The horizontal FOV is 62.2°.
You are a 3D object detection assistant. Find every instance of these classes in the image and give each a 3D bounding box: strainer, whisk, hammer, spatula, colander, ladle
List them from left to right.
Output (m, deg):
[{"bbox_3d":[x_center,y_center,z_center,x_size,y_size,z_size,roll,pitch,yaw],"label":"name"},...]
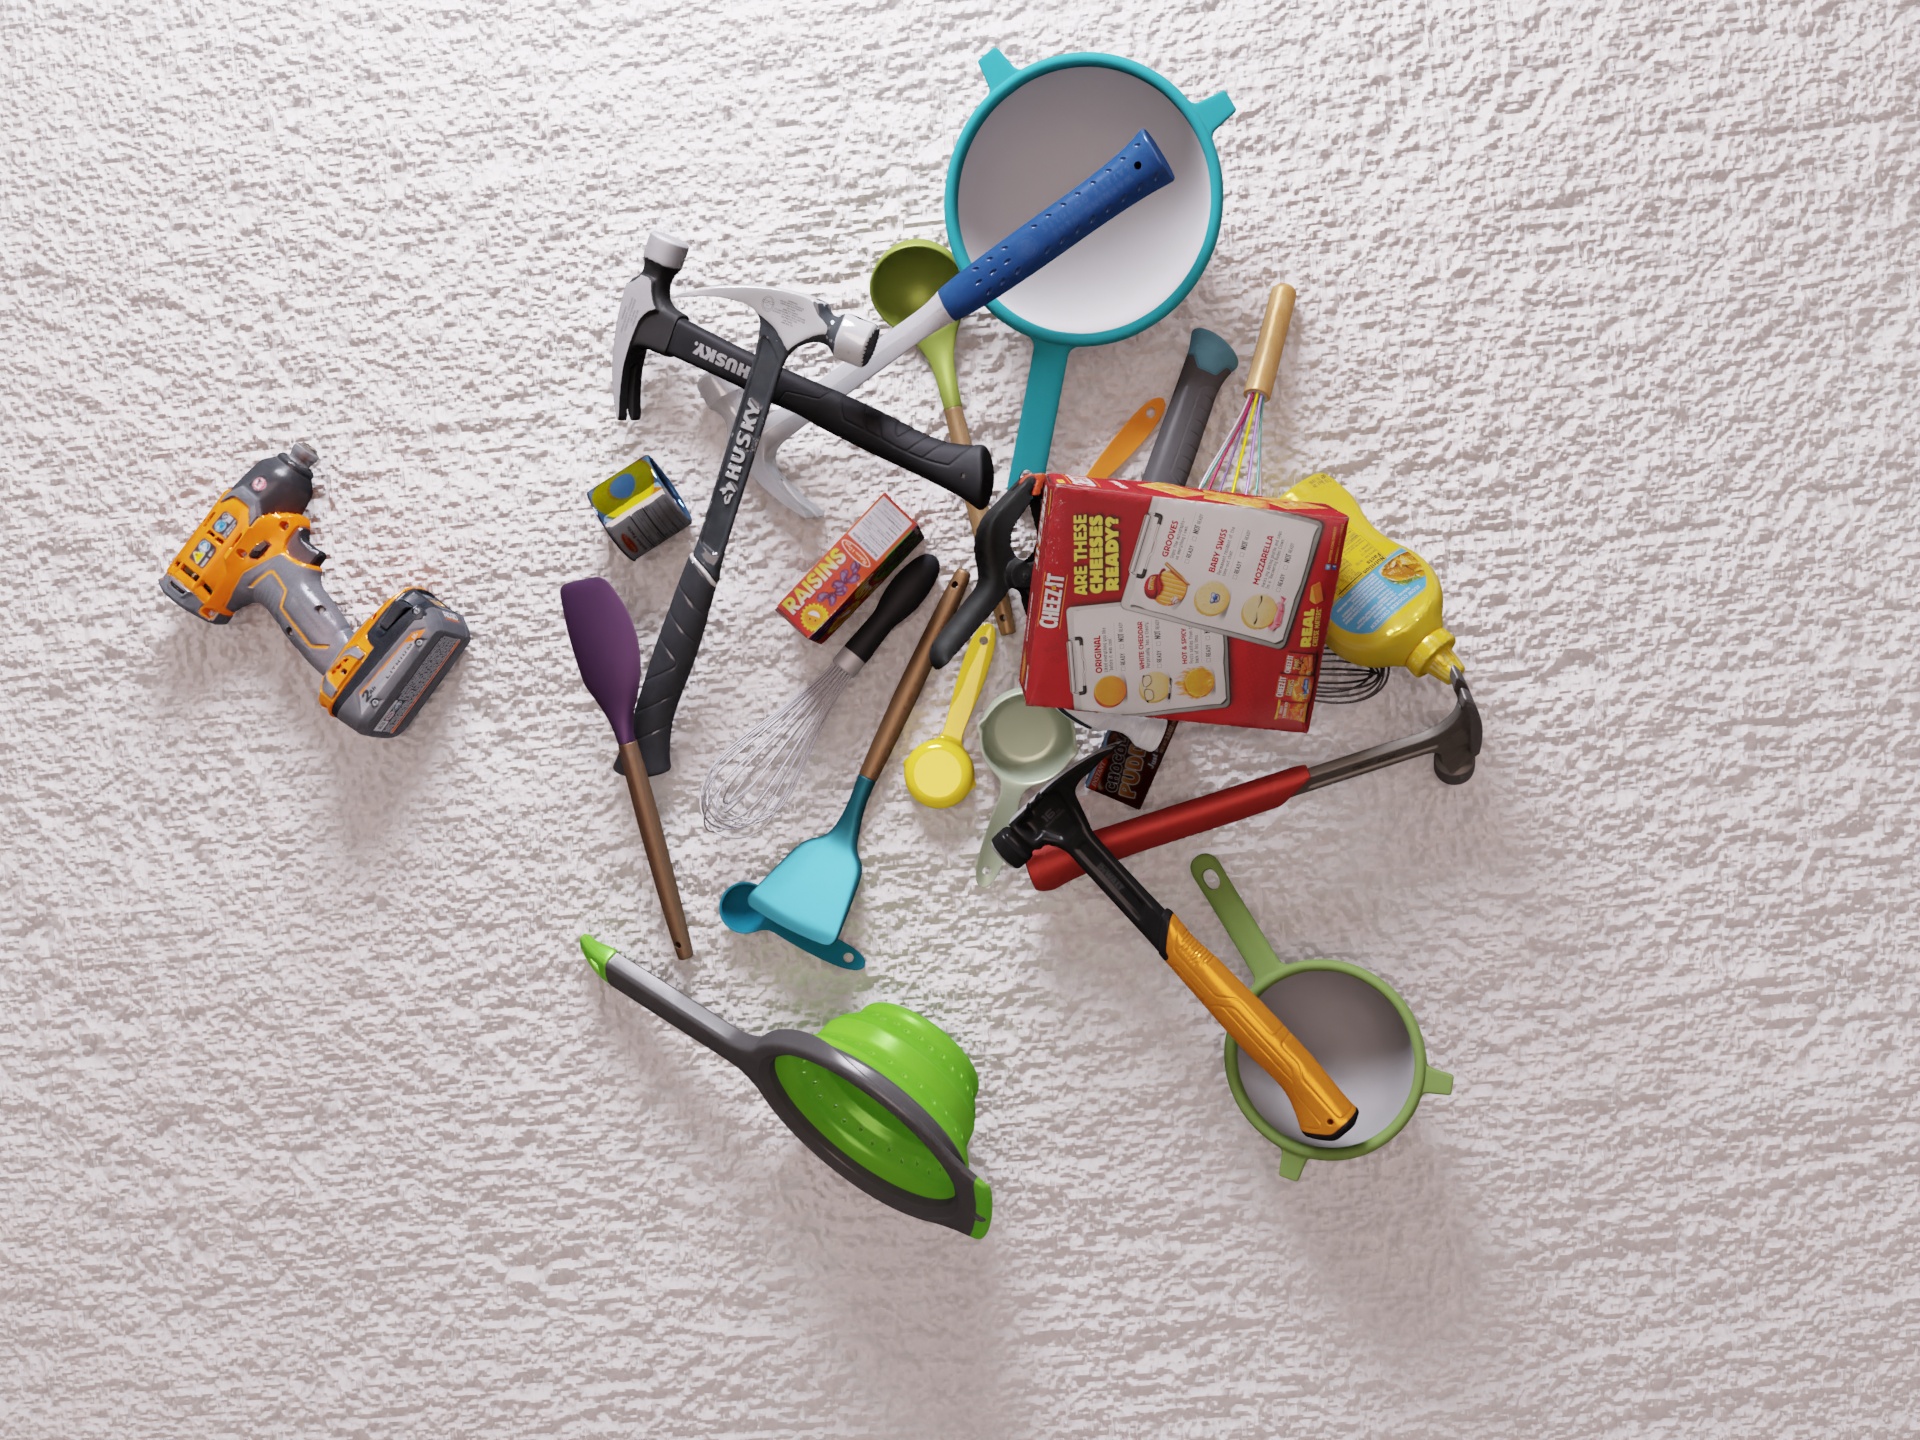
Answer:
[{"bbox_3d":[-0.255,0.041,1.260,0.060,0.018,0.316,-8,102,20],"label":"spatula"},{"bbox_3d":[-0.197,-0.137,1.227,0.149,0.036,0.408,23,108,4],"label":"hammer"},{"bbox_3d":[-0.123,-0.244,1.227,0.335,0.035,0.146,28,108,12],"label":"hammer"},{"bbox_3d":[-0.122,0.248,1.245,0.397,0.204,0.094,28,56,18],"label":"colander"},{"bbox_3d":[-0.110,-0.021,1.271,0.070,0.070,0.284,39,86,3],"label":"whisk"},{"bbox_3d":[-0.065,0.022,1.270,0.082,0.044,0.317,24,89,18],"label":"spatula"},{"bbox_3d":[-0.016,-0.305,1.214,0.405,0.035,0.144,-30,90,23],"label":"hammer"},{"bbox_3d":[-0.003,-0.223,1.265,0.078,0.062,0.320,-13,91,17],"label":"ladle"},{"bbox_3d":[0.087,-0.342,1.254,0.211,0.095,0.340,14,111,7],"label":"strainer"},{"bbox_3d":[0.147,-0.151,1.241,0.128,0.033,0.331,21,81,-5],"label":"hammer"},{"bbox_3d":[0.177,0.173,1.190,0.127,0.034,0.337,-44,83,19],"label":"hammer"},{"bbox_3d":[0.216,-0.041,1.254,0.239,0.055,0.055,0,89,8],"label":"whisk"},{"bbox_3d":[0.220,0.057,1.221,0.359,0.149,0.037,-18,60,9],"label":"hammer"},{"bbox_3d":[0.224,-0.232,1.239,0.051,0.047,0.245,5,70,35],"label":"whisk"},{"bbox_3d":[0.259,0.216,1.246,0.151,0.069,0.256,-35,72,14],"label":"strainer"}]

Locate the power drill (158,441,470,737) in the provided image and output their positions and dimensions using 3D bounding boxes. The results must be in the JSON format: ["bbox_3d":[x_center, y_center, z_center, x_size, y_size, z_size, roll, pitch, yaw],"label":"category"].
[{"bbox_3d":[-0.512,-0.109,1.281,0.226,0.084,0.164,37,91,7],"label":"power drill"}]

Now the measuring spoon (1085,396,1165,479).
[{"bbox_3d":[0.124,-0.215,1.280,0.021,0.011,0.117,42,89,-20],"label":"measuring spoon"}]

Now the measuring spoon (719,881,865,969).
[{"bbox_3d":[-0.135,0.170,1.289,0.128,0.021,0.042,27,90,-6],"label":"measuring spoon"}]

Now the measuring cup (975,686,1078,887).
[{"bbox_3d":[0.040,0.052,1.271,0.083,0.038,0.167,15,104,-6],"label":"measuring cup"}]

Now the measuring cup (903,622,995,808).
[{"bbox_3d":[-0.002,-0.004,1.273,0.062,0.029,0.156,18,92,3],"label":"measuring cup"}]
